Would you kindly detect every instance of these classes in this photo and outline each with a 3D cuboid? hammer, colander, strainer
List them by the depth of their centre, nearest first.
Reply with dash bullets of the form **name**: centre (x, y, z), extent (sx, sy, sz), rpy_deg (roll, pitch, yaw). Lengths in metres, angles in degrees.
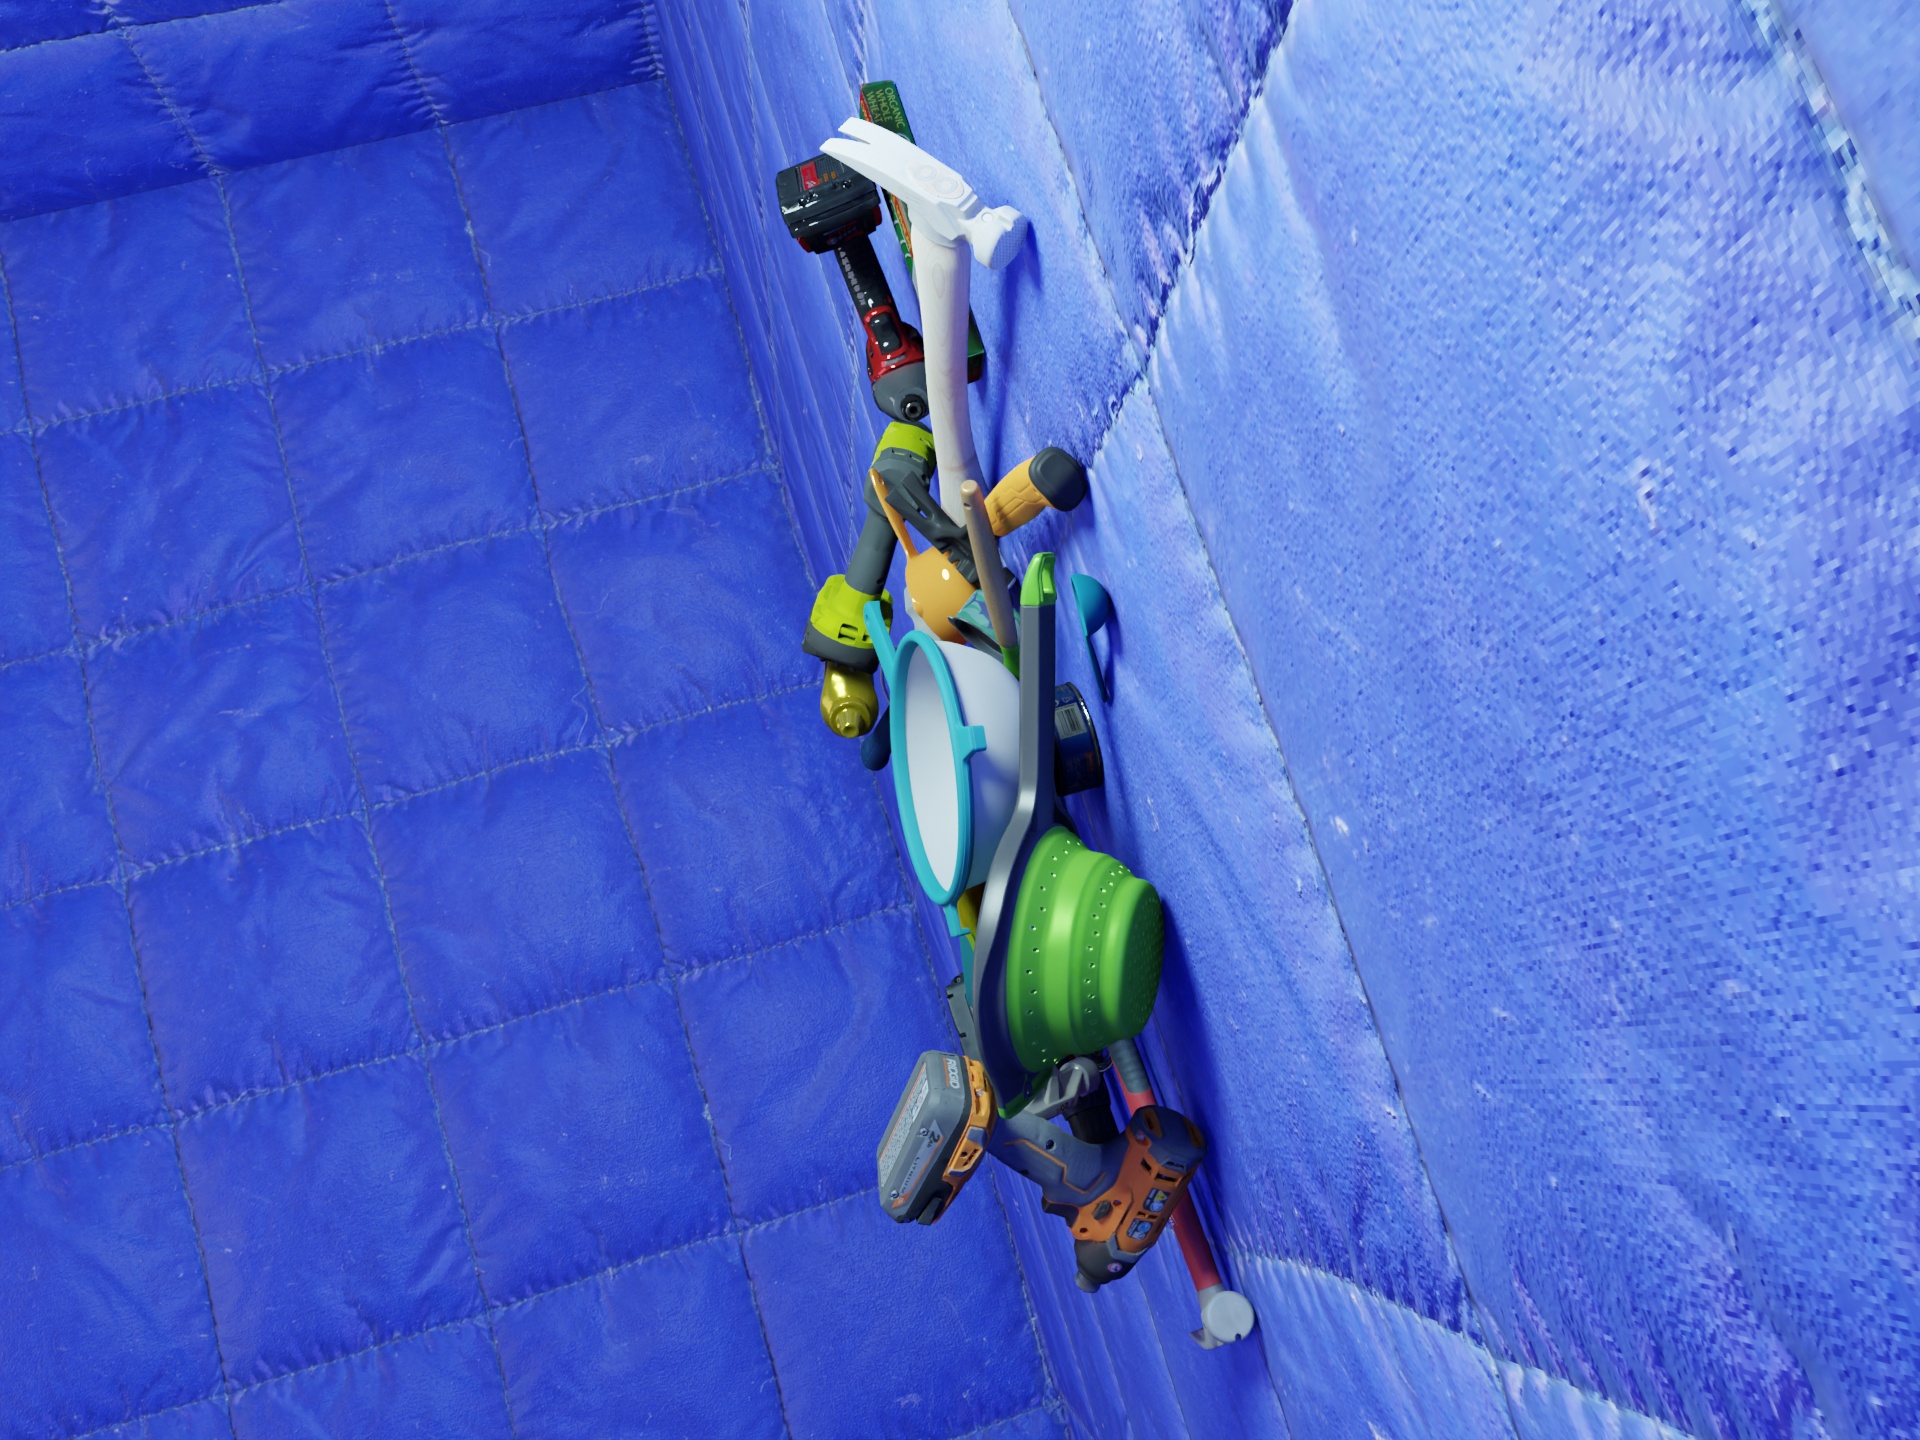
- **colander**: centre (0.087, 0.083, 1.110), extent (0.204, 0.094, 0.397), rpy_deg (-19, -69, -66)
- **hammer**: centre (0.023, -0.157, 1.170), extent (0.127, 0.034, 0.337), rpy_deg (44, 171, -7)
- **hammer**: centre (-0.017, -0.263, 1.174), extent (0.146, 0.038, 0.410), rpy_deg (37, 163, 16)
- **strainer**: centre (-0.002, -0.004, 1.271), extent (0.341, 0.095, 0.210), rpy_deg (-114, 23, -52)
- **hammer**: centre (0.035, 0.150, 1.320), extent (0.149, 0.037, 0.359), rpy_deg (-4, -99, -55)
- **hammer**: centre (0.152, 0.327, 1.336), extent (0.143, 0.038, 0.387), rpy_deg (89, 163, -67)
- **hammer**: centre (-0.061, -0.007, 1.601), extent (0.405, 0.035, 0.144), rpy_deg (125, 142, -72)

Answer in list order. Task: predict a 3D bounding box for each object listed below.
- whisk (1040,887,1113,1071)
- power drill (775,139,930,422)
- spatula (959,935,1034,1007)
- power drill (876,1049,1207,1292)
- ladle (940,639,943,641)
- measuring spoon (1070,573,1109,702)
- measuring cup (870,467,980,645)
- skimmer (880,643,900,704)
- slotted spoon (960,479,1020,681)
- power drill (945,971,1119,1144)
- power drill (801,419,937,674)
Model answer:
- **whisk**: centre (0.087, 0.200, 1.431), extent (0.055, 0.055, 0.239), rpy_deg (102, 146, -74)
- **power drill**: centre (-0.075, -0.355, 1.331), extent (0.143, 0.078, 0.219), rpy_deg (-104, -9, -55)
- **spatula**: centre (0.012, 0.099, 1.446), extent (0.044, 0.082, 0.318), rpy_deg (43, -149, -57)
- **power drill**: centre (0.055, 0.351, 1.210), extent (0.084, 0.226, 0.164), rpy_deg (-104, 35, -67)
- **ladle**: centre (0.006, -0.125, 1.467), extent (0.078, 0.062, 0.319), rpy_deg (58, 156, 36)
- **measuring spoon**: centre (0.096, -0.054, 1.081), extent (0.128, 0.021, 0.042), rpy_deg (70, -175, -53)
- **measuring cup**: centre (-0.020, -0.151, 1.375), extent (0.173, 0.052, 0.095), rpy_deg (63, -153, -1)
- **skimmer**: centre (0.001, 0.030, 1.604), extent (0.364, 0.090, 0.127), rpy_deg (-119, 16, -59)
- **slotted spoon**: centre (0.034, -0.076, 1.212), extent (0.070, 0.031, 0.313), rpy_deg (22, 154, 24)
- **power drill**: centre (0.081, 0.318, 1.484), extent (0.226, 0.080, 0.188), rpy_deg (38, -150, -62)
- **power drill**: centre (-0.078, -0.173, 1.519), extent (0.171, 0.080, 0.223), rpy_deg (-82, 12, -61)
